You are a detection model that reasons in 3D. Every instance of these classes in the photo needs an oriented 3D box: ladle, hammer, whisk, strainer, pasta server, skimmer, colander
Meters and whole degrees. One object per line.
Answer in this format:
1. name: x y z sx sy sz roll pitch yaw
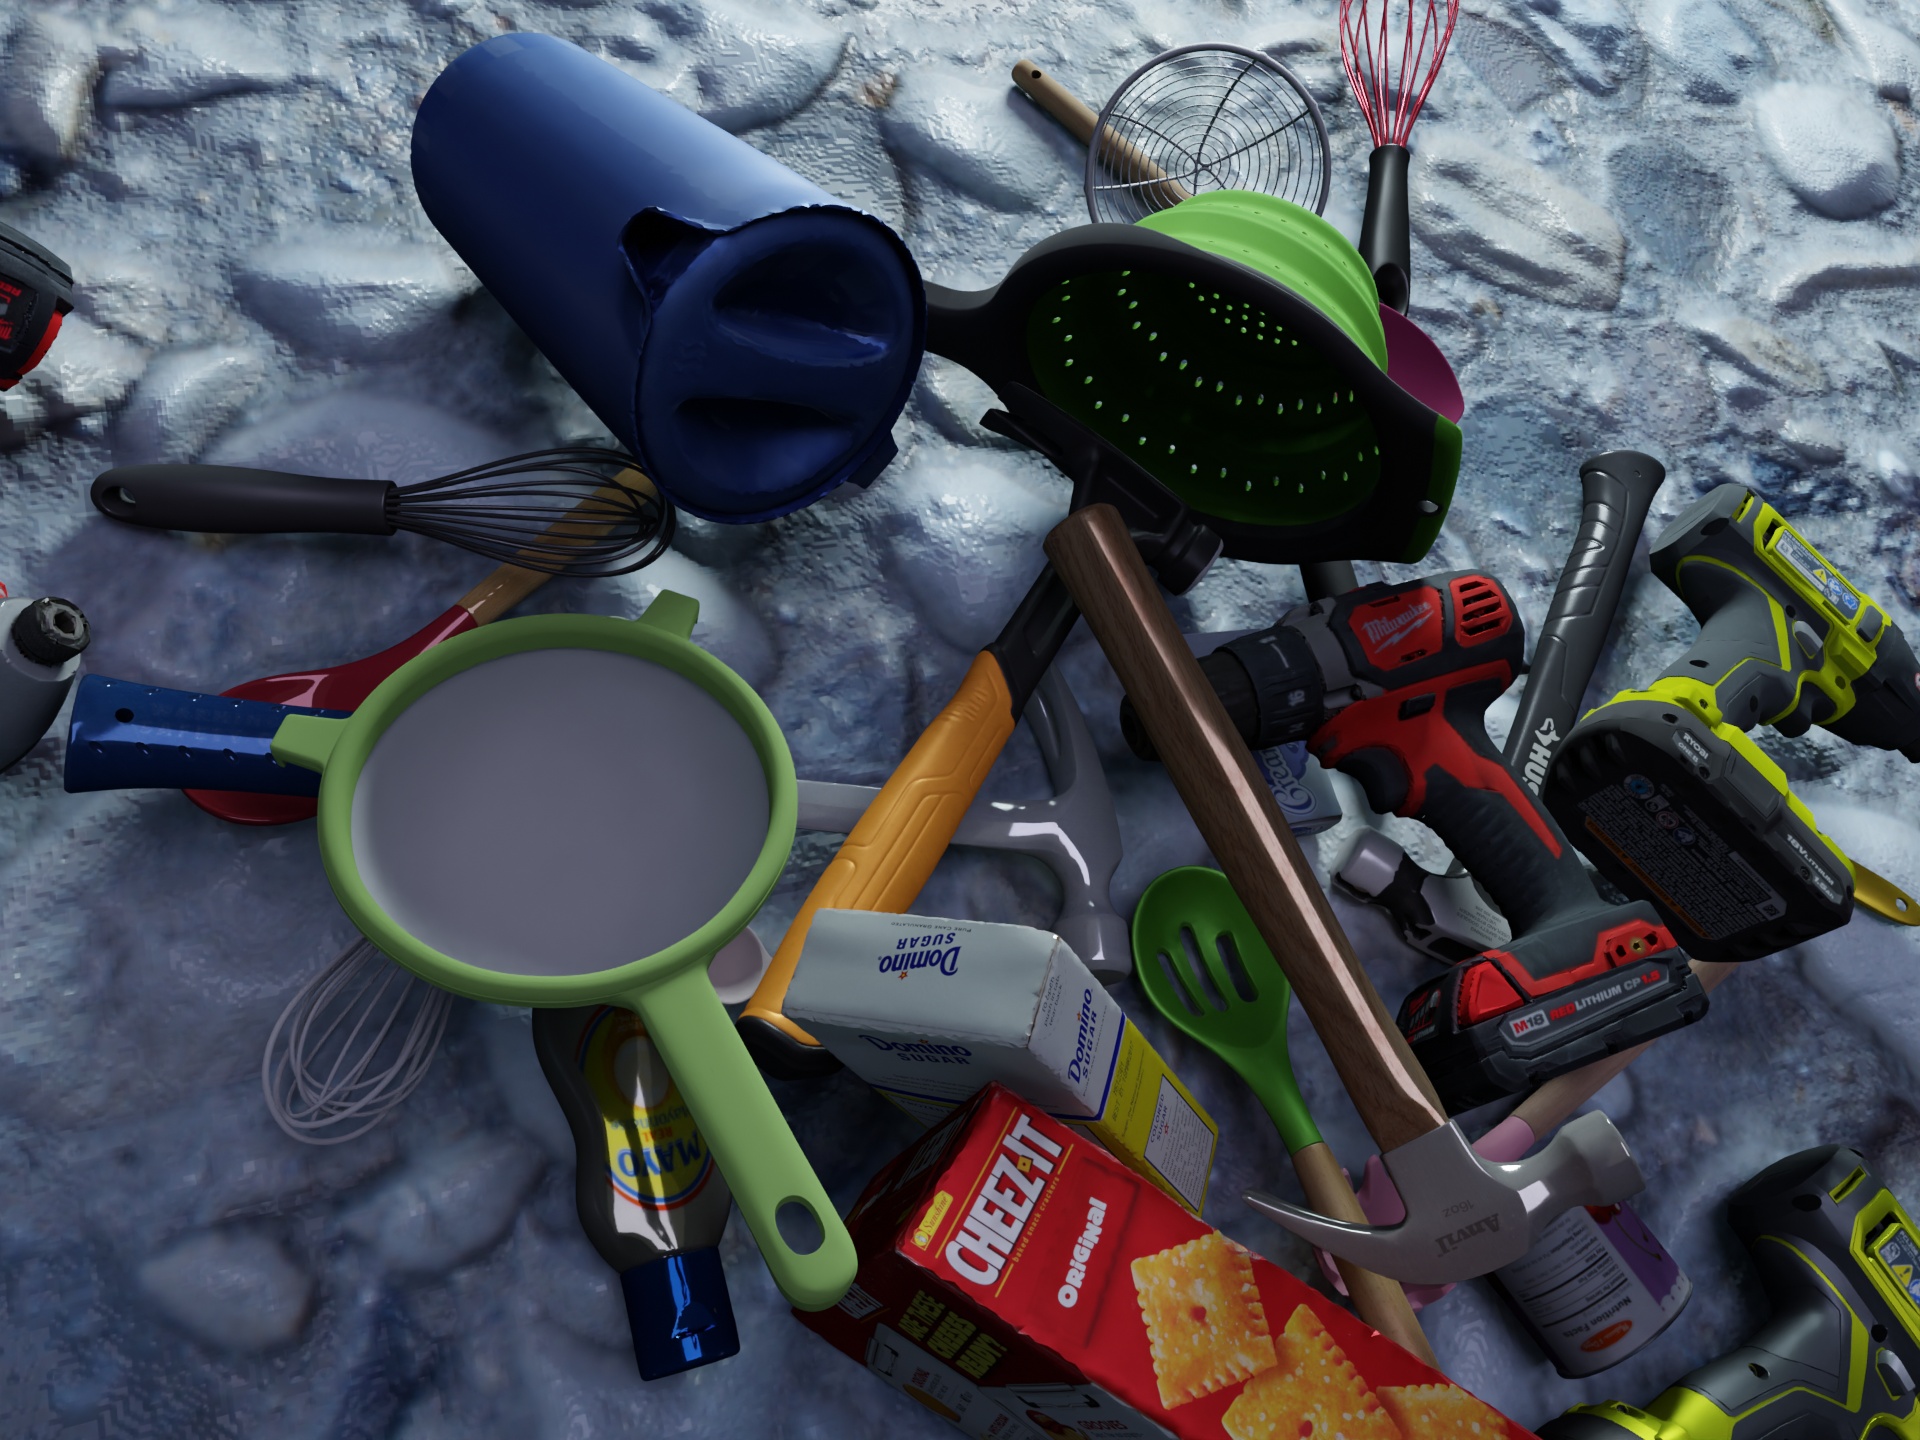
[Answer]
1. ladle: -0.193 -0.060 0.680 0.069 0.031 0.315 38 59 10
2. hammer: -0.118 0.022 0.624 0.405 0.035 0.144 8 62 -24
3. hammer: 0.306 -0.015 0.804 0.146 0.035 0.335 31 60 0
4. whisk: -0.236 -0.090 0.653 0.239 0.055 0.055 2 64 -2
5. hammer: -0.001 -0.002 0.652 0.127 0.034 0.337 37 55 -7
6. strainer: -0.105 0.079 0.515 0.151 0.069 0.257 -22 62 -25
7. pasta server: 0.268 0.164 0.705 0.316 0.040 0.060 -28 57 -27
8. hammer: 0.117 0.058 0.623 0.130 0.031 0.331 -29 72 7
9. skimmer: 0.157 -0.162 0.792 0.127 0.090 0.363 -16 72 10
10. whisk: 0.253 -0.347 0.937 0.073 0.073 0.296 13 69 -11
11. whisk: -0.187 0.051 0.618 0.059 0.058 0.246 54 47 -36
12. colander: 0.049 -0.198 0.739 0.397 0.204 0.094 23 69 16

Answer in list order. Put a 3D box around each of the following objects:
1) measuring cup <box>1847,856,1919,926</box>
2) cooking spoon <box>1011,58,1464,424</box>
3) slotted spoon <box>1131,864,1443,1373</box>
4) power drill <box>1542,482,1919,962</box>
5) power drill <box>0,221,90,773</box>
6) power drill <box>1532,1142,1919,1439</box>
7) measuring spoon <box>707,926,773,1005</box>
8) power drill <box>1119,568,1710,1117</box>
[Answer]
1. measuring cup: 0.429 0.057 0.807 0.156 0.029 0.062 31 60 2
2. cooking spoon: 0.148 -0.263 0.882 0.319 0.017 0.069 43 83 7
3. slotted spoon: 0.145 0.192 0.620 0.070 0.031 0.314 -11 53 -17
4. power drill: 0.385 0.003 0.761 0.171 0.080 0.223 45 54 2
5. power drill: -0.376 -0.076 0.571 0.143 0.078 0.220 -25 69 20
6. power drill: 0.347 0.307 0.639 0.228 0.080 0.191 -24 74 -28
7. measuring spoon: -0.058 0.111 0.628 0.124 0.018 0.034 27 55 -30
8. power drill: 0.186 0.050 0.678 0.188 0.080 0.227 -15 70 -16
